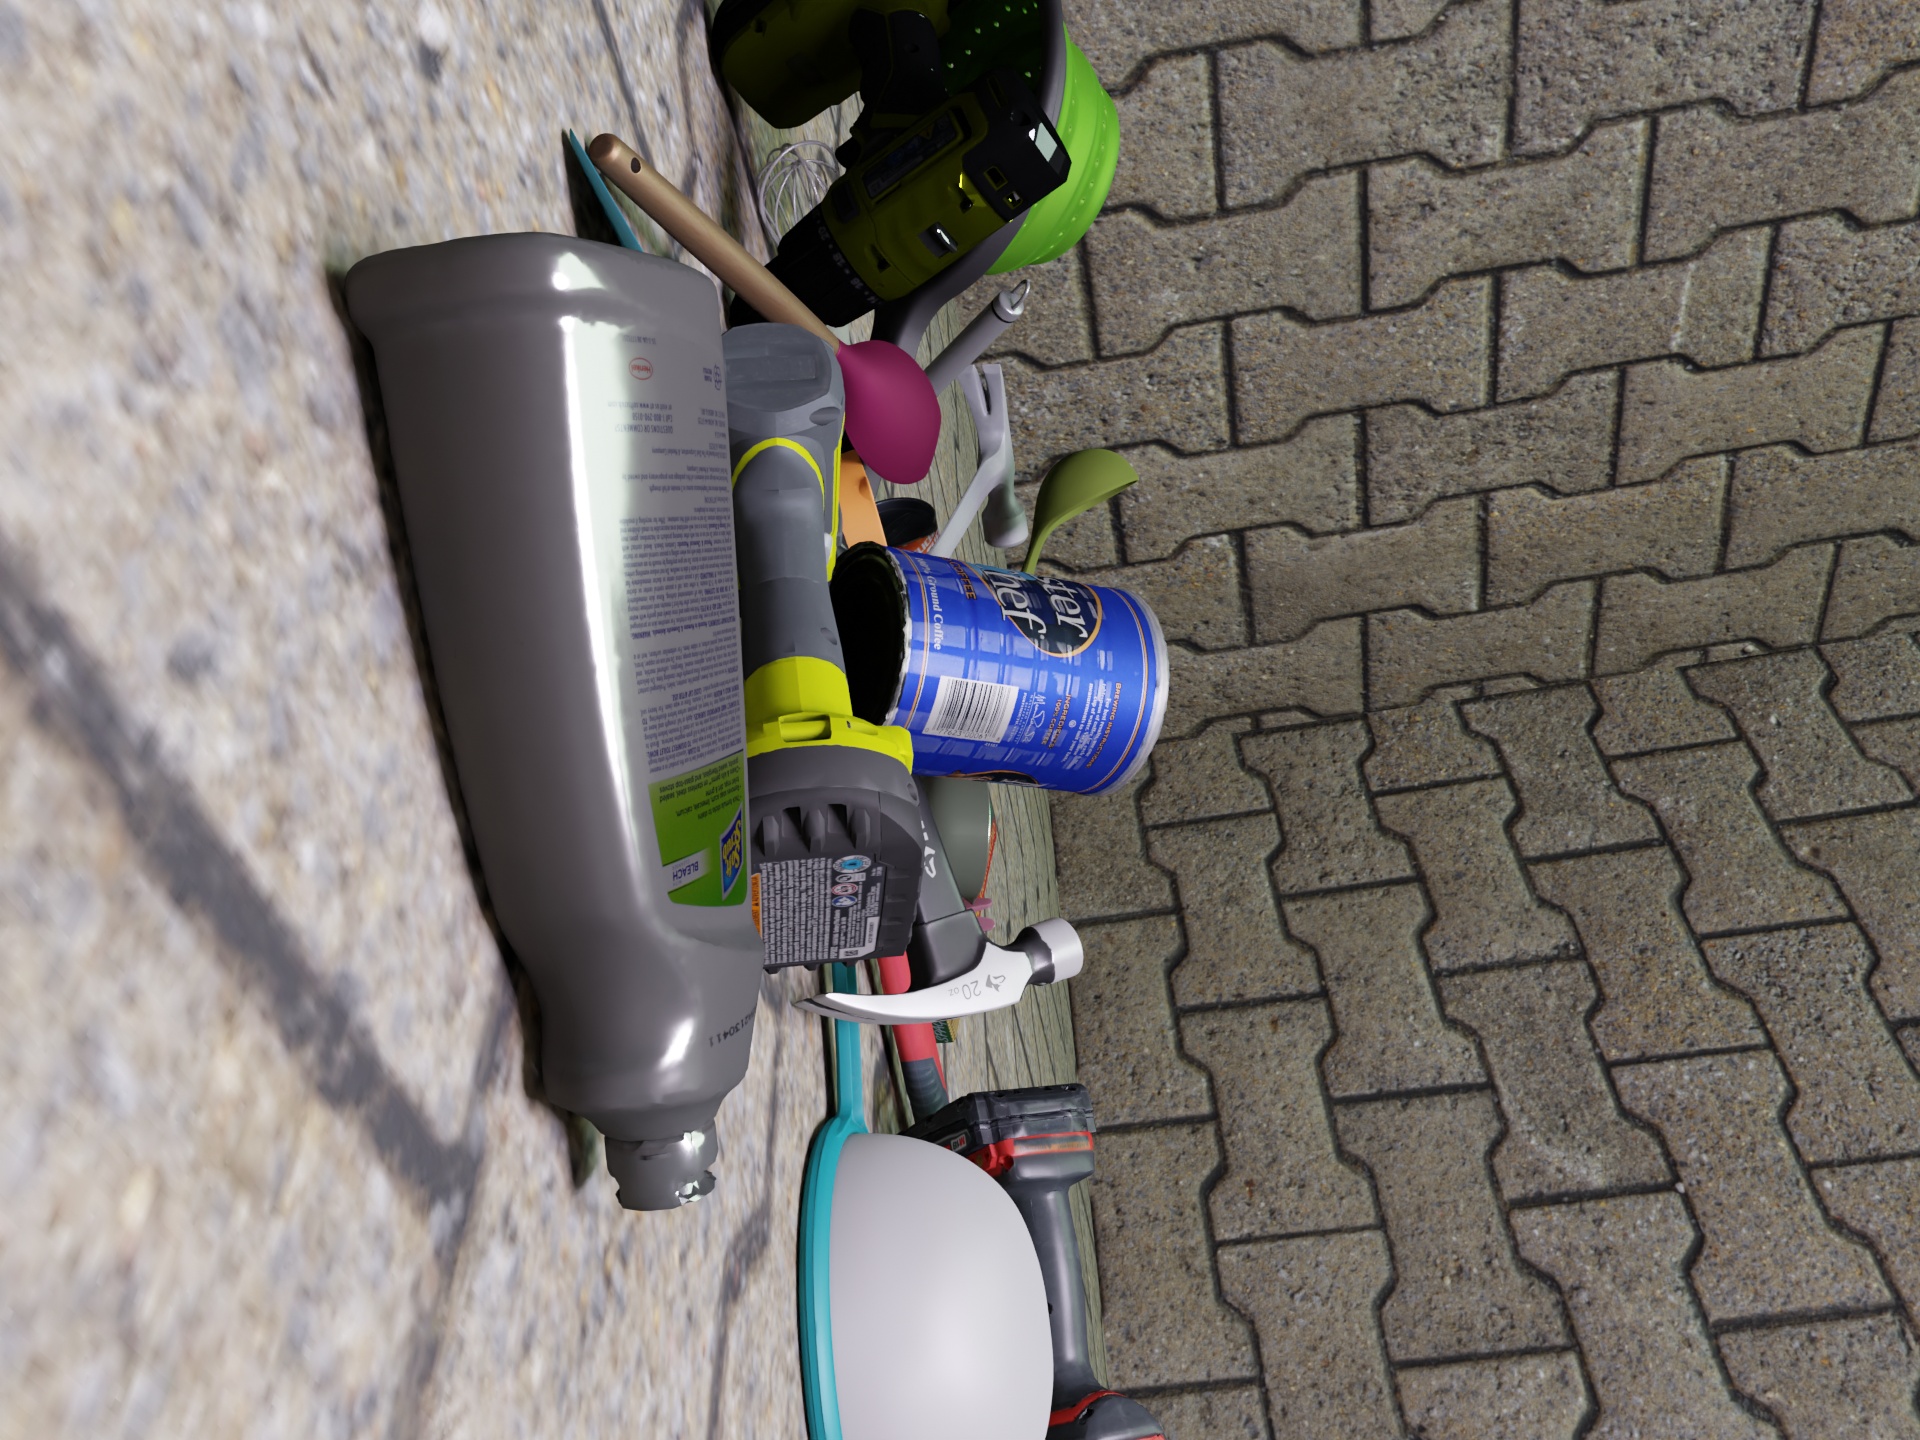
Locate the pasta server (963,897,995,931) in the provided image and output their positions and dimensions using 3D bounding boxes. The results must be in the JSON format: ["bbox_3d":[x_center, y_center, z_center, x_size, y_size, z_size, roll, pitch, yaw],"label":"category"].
[{"bbox_3d":[0.007,0.082,1.124,0.316,0.040,0.060,-84,177,-62],"label":"pasta server"}]

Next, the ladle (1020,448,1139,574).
[{"bbox_3d":[0.038,-0.049,1.151,0.078,0.062,0.320,-35,150,-83],"label":"ladle"}]

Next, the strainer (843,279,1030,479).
[{"bbox_3d":[-0.029,-0.220,1.065,0.258,0.050,0.087,-34,-138,49],"label":"strainer"}]

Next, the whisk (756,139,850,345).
[{"bbox_3d":[-0.090,-0.280,1.049,0.058,0.059,0.246,47,-15,25],"label":"whisk"}]

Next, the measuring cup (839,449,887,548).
[{"bbox_3d":[-0.059,-0.061,0.854,0.095,0.052,0.174,86,-11,-70],"label":"measuring cup"}]

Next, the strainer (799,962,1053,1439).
[{"bbox_3d":[-0.012,0.229,0.768,0.210,0.095,0.341,67,16,-69],"label":"strainer"}]

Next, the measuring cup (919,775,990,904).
[{"bbox_3d":[-0.019,0.061,0.934,0.167,0.038,0.083,-178,-90,-77],"label":"measuring cup"}]

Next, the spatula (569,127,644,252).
[{"bbox_3d":[-0.116,-0.064,0.546,0.082,0.044,0.318,73,14,-62],"label":"spatula"}]

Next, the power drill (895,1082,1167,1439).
[{"bbox_3d":[0.026,0.333,0.880,0.188,0.080,0.227,-44,-129,49],"label":"power drill"}]

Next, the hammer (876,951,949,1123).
[{"bbox_3d":[-0.029,0.183,0.982,0.143,0.038,0.386,-90,170,-67],"label":"hammer"}]

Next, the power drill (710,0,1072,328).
[{"bbox_3d":[-0.059,-0.314,0.849,0.080,0.190,0.229,34,31,-52],"label":"power drill"}]

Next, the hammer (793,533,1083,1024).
[{"bbox_3d":[-0.053,-0.013,0.782,0.035,0.146,0.335,-29,-103,55],"label":"hammer"}]

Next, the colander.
[{"bbox_3d":[0.003,-0.256,0.942,0.205,0.094,0.397,28,-76,54],"label":"colander"}]

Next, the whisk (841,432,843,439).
[{"bbox_3d":[-0.065,-0.112,1.031,0.055,0.055,0.238,-90,165,-58],"label":"whisk"}]

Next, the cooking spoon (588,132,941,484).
[{"bbox_3d":[-0.075,-0.186,0.749,0.318,0.017,0.069,28,74,-63],"label":"cooking spoon"}]

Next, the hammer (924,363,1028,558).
[{"bbox_3d":[-0.020,-0.104,1.022,0.406,0.035,0.144,-65,150,-56],"label":"hammer"}]

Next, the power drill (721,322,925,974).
[{"bbox_3d":[-0.068,-0.020,0.637,0.171,0.080,0.223,100,-16,-58],"label":"power drill"}]
